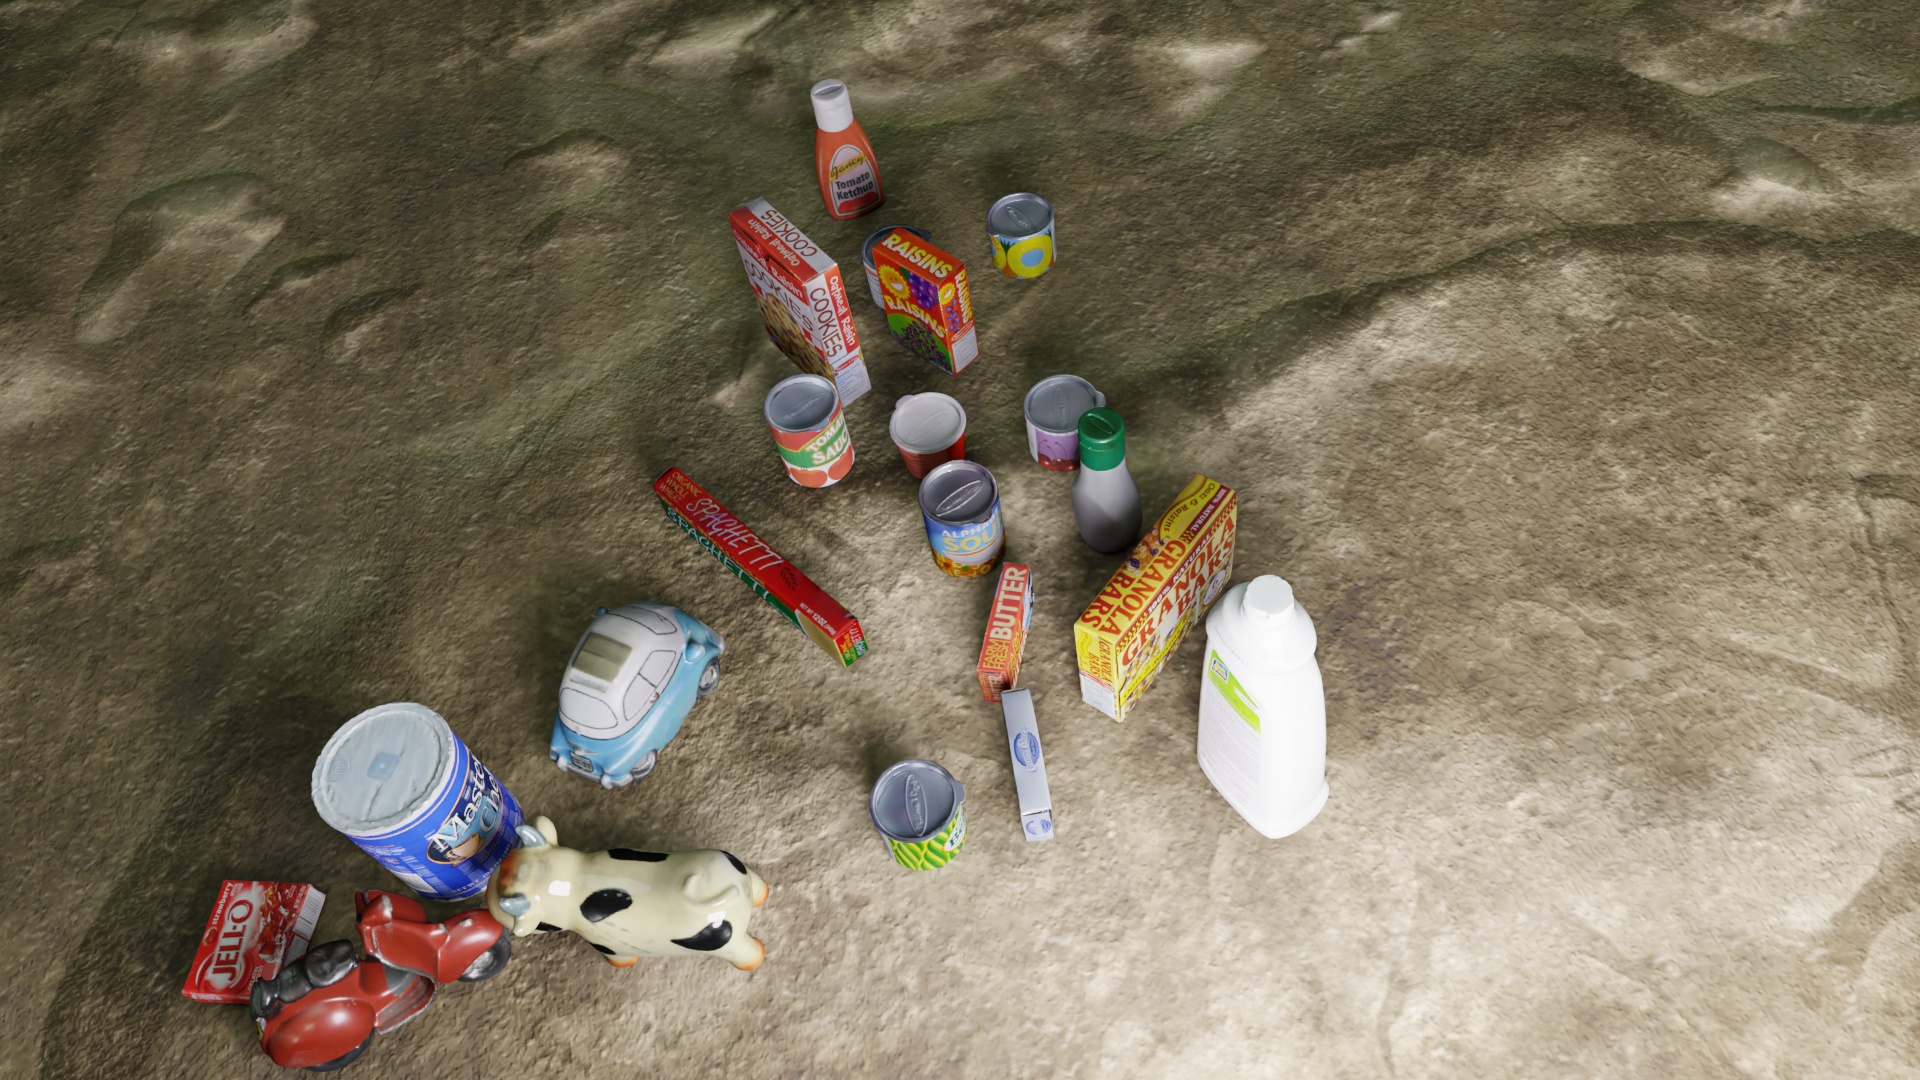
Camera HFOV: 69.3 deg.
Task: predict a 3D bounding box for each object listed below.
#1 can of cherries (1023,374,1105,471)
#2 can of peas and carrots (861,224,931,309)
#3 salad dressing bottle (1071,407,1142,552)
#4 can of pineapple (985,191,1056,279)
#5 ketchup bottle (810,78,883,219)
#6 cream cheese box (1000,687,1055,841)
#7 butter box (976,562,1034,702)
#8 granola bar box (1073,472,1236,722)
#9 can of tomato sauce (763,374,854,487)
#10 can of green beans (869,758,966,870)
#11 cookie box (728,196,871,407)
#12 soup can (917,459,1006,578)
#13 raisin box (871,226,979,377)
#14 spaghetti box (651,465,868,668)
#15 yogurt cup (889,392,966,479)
[{"bbox_3d":[0.094,-0.103,1.230,0.071,0.058,0.072,-4,55,6],"label":"can of cherries"},{"bbox_3d":[-0.058,-0.269,1.368,0.071,0.058,0.071,-4,55,6],"label":"can of peas and carrots"},{"bbox_3d":[0.118,-0.048,1.134,0.044,0.147,0.064,-40,59,-18],"label":"salad dressing bottle"},{"bbox_3d":[0.059,-0.301,1.373,0.071,0.057,0.071,-4,55,6],"label":"can of pineapple"},{"bbox_3d":[-0.120,-0.398,1.412,0.065,0.148,0.044,-21,55,-6],"label":"ketchup bottle"},{"bbox_3d":[0.051,0.169,1.049,0.024,0.053,0.104,-10,55,1],"label":"cream cheese box"},{"bbox_3d":[0.037,0.074,1.118,0.024,0.053,0.104,7,57,13],"label":"butter box"},{"bbox_3d":[0.154,0.045,1.077,0.039,0.123,0.166,30,64,25],"label":"granola bar box"},{"bbox_3d":[-0.133,-0.096,1.243,0.071,0.082,0.071,-4,55,6],"label":"can of tomato sauce"},{"bbox_3d":[-0.030,0.205,1.034,0.071,0.057,0.071,-4,55,6],"label":"can of green beans"},{"bbox_3d":[-0.147,-0.217,1.278,0.040,0.166,0.123,-36,58,-16],"label":"cookie box"},{"bbox_3d":[0.004,-0.015,1.166,0.071,0.083,0.072,-4,55,6],"label":"soup can"},{"bbox_3d":[-0.031,-0.221,1.291,0.086,0.122,0.040,35,67,28],"label":"raisin box"},{"bbox_3d":[-0.175,0.020,1.189,0.250,0.050,0.029,37,68,28],"label":"spaghetti box"},{"bbox_3d":[-0.026,-0.090,1.241,0.072,0.053,0.073,-4,55,6],"label":"yogurt cup"}]
